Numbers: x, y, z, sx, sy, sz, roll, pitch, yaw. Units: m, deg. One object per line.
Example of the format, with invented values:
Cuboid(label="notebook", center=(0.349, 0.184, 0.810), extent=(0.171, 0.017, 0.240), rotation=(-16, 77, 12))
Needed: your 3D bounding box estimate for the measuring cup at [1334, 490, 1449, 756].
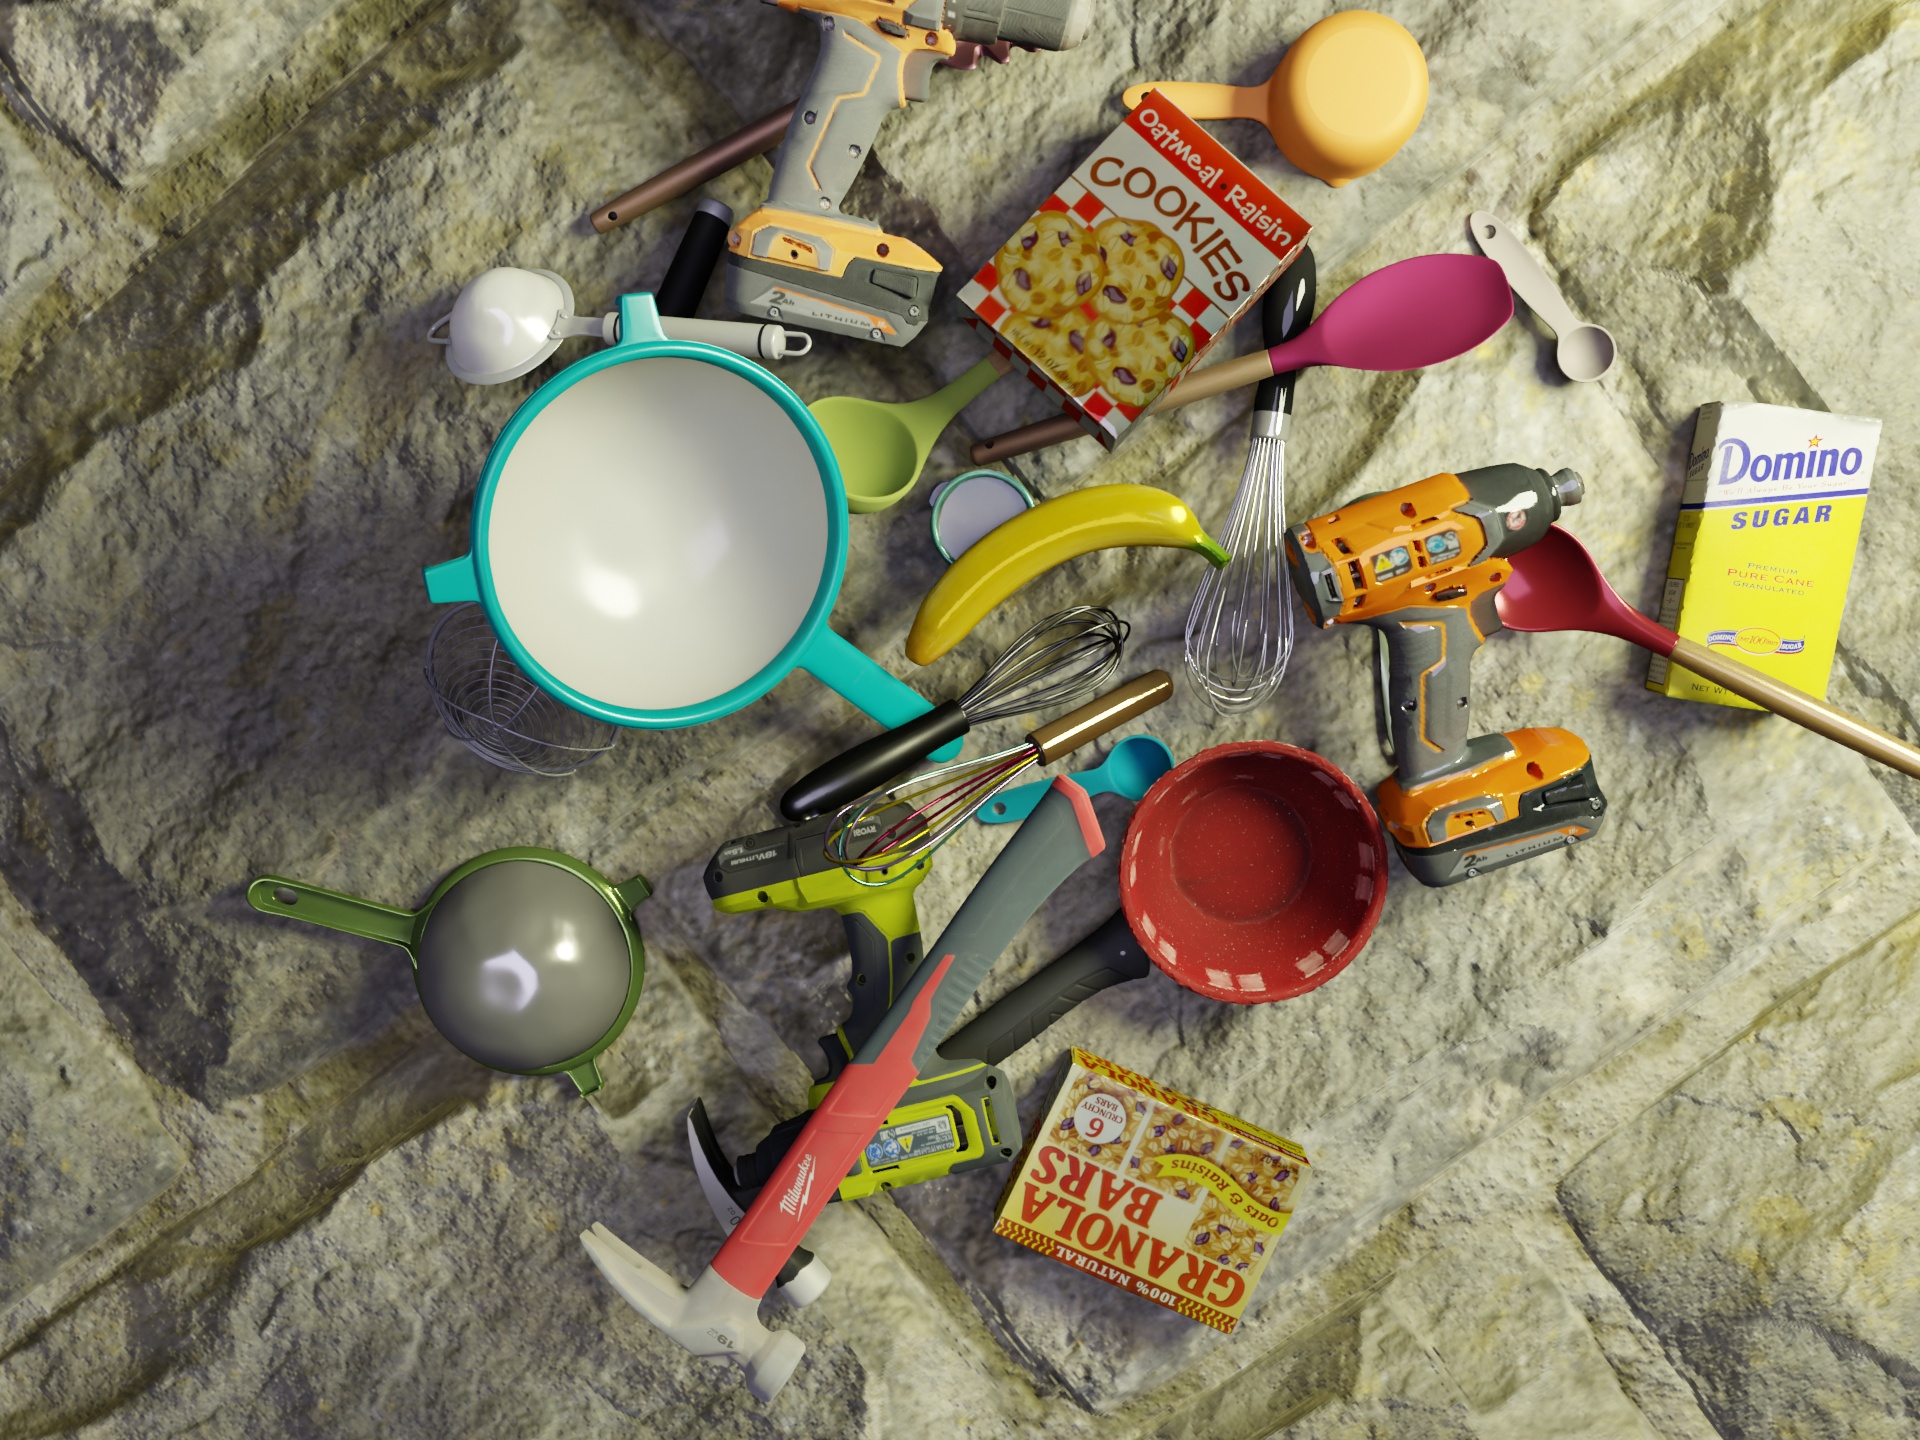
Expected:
Cuboid(label="measuring cup", center=(0.263, -0.055, 0.959), extent=(0.083, 0.038, 0.167), rotation=(-8, 96, 3))

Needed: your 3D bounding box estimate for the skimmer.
Cuboid(label="skimmer", center=(-0.216, -0.140, 0.971), extent=(0.127, 0.090, 0.363), rotation=(22, 88, -3))

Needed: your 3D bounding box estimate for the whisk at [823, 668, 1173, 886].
Cuboid(label="whisk", center=(0.028, 0.029, 0.931), extent=(0.245, 0.047, 0.051), rotation=(-27, 87, -22))

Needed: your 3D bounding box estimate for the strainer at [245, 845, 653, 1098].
Cuboid(label="strainer", center=(-0.329, 0.144, 0.991), extent=(0.256, 0.069, 0.151), rotation=(15, 98, -2))

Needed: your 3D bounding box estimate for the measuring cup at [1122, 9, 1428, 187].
Cuboid(label="measuring cup", center=(0.182, -0.361, 0.914), extent=(0.173, 0.052, 0.095), rotation=(1, 98, 0))

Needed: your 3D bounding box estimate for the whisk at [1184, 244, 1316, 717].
Cuboid(label="whisk", center=(0.179, -0.142, 0.944), extent=(0.070, 0.070, 0.284), rotation=(8, 93, 1))

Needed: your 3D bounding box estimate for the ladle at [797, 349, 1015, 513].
Cuboid(label="ladle", center=(0.039, -0.229, 0.938), extent=(0.320, 0.062, 0.078), rotation=(-35, 76, 3))

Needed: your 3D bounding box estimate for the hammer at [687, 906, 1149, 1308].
Cuboid(label="hammer", center=(-0.020, 0.223, 1.008), extent=(0.335, 0.035, 0.146), rotation=(-37, 95, 6))

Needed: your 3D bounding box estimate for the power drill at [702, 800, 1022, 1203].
Cuboid(label="power drill", center=(-0.072, 0.172, 0.957), extent=(0.171, 0.080, 0.223), rotation=(-14, 84, 5))

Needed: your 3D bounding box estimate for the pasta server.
Cuboid(label="pasta server", center=(-0.079, -0.364, 0.932), extent=(0.316, 0.040, 0.060), rotation=(-26, 112, 6))

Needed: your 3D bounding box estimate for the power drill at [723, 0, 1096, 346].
Cuboid(label="power drill", center=(-0.034, -0.331, 0.894), extent=(0.185, 0.084, 0.226), rotation=(11, 109, -5))

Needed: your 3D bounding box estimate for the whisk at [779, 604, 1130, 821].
Cuboid(label="whisk", center=(-0.001, -0.003, 0.944), extent=(0.239, 0.055, 0.055), rotation=(-29, 96, -13))

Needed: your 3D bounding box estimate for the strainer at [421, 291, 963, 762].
Cuboid(label="strainer", center=(-0.133, -0.076, 0.925), extent=(0.340, 0.095, 0.211), rotation=(37, 85, -34))

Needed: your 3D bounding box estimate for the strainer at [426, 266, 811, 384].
Cuboid(label="strainer", center=(-0.206, -0.229, 0.919), extent=(0.258, 0.050, 0.087), rotation=(8, 67, 15))

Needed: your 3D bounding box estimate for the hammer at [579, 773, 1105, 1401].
Cuboid(label="hammer", center=(-0.055, 0.187, 0.901), extent=(0.143, 0.038, 0.386), rotation=(35, 92, 6))

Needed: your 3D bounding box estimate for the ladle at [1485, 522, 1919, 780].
Cuboid(label="ladle", center=(0.435, -0.031, 0.914), extent=(0.315, 0.031, 0.069), rotation=(30, 118, 16))

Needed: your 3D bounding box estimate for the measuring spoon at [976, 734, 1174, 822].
Cuboid(label="measuring spoon", center=(0.072, 0.040, 0.993), extent=(0.128, 0.021, 0.042), rotation=(-17, 97, 13))

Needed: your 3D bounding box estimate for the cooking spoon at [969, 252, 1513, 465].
Cuboid(label="cooking spoon", center=(0.155, -0.200, 0.922), extent=(0.319, 0.017, 0.069), rotation=(-15, 71, 16))

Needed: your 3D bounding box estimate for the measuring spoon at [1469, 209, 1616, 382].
Cuboid(label="measuring spoon", center=(0.342, -0.252, 0.946), extent=(0.034, 0.018, 0.124), rotation=(-38, 88, 6))

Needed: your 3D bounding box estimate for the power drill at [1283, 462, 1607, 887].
Cuboid(label="power drill", center=(0.295, -0.033, 0.914), extent=(0.164, 0.084, 0.226), rotation=(-20, 108, 7))
